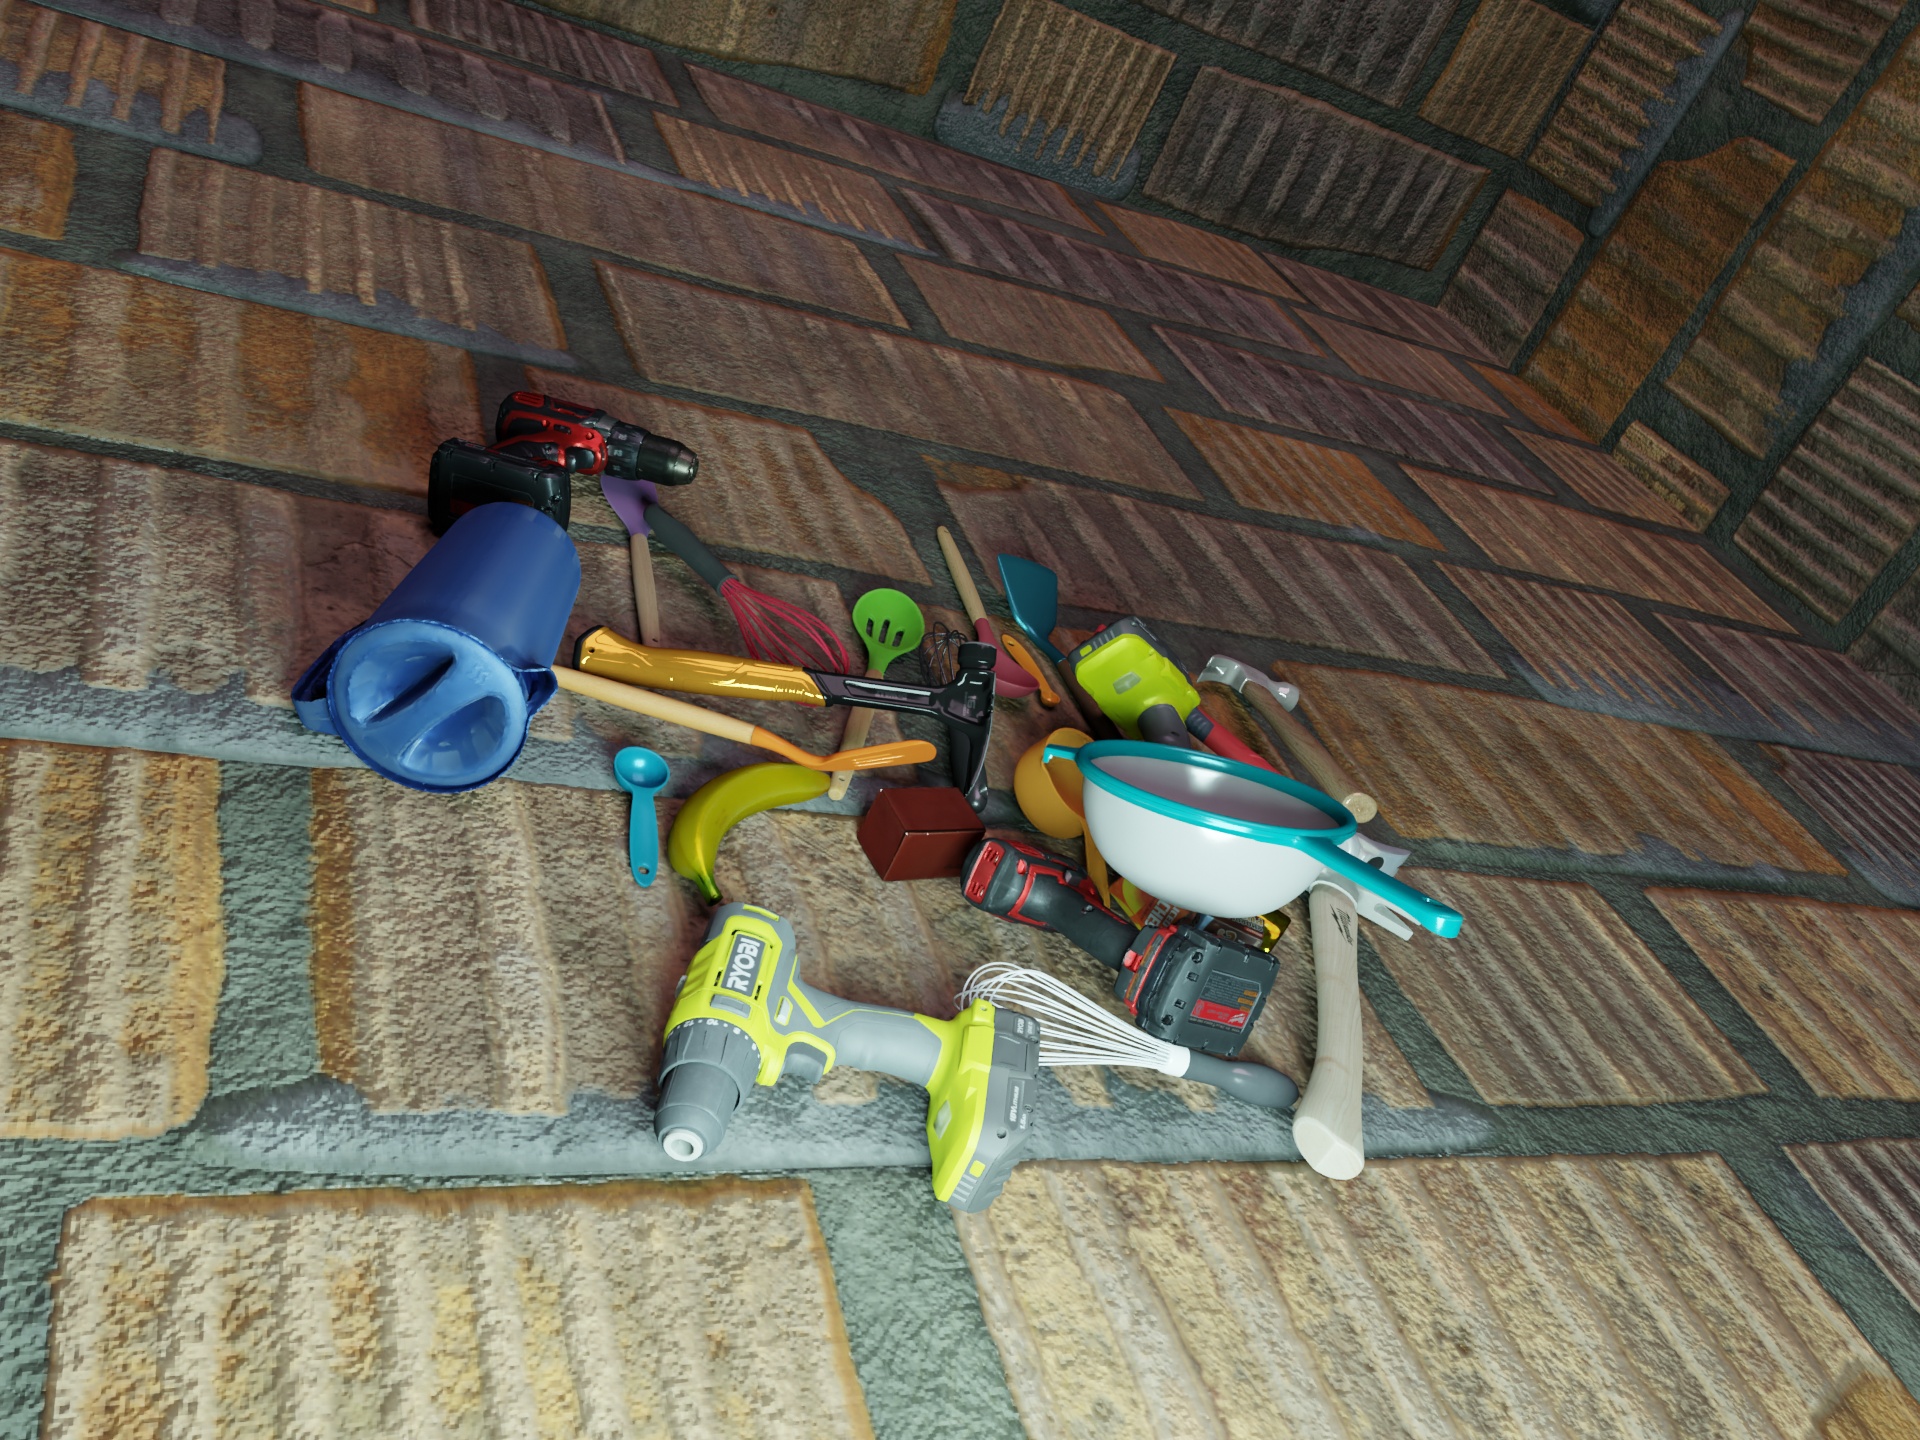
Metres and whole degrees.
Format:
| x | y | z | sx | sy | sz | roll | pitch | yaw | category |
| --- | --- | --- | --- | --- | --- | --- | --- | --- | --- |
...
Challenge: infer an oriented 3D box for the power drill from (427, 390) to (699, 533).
| x | y | z | sx | sy | sz | roll | pitch | yaw | category |
| --- | --- | --- | --- | --- | --- | --- | --- | --- | --- |
| -0.348 | -0.221 | 1.408 | 0.188 | 0.080 | 0.227 | 15 | 28 | 2 | power drill |

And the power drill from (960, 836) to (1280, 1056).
| x | y | z | sx | sy | sz | roll | pitch | yaw | category |
| --- | --- | --- | --- | --- | --- | --- | --- | --- | --- |
| 0.114 | 0.157 | 1.161 | 0.220 | 0.078 | 0.143 | 27 | 3 | 43 | power drill |

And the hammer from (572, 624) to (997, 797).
| x | y | z | sx | sy | sz | roll | pitch | yaw | category |
| --- | --- | --- | --- | --- | --- | --- | --- | --- | --- |
| -0.140 | -0.022 | 1.270 | 0.337 | 0.034 | 0.127 | 8 | 72 | -7 | hammer |

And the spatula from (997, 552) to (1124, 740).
| x | y | z | sx | sy | sz | roll | pitch | yaw | category |
| --- | --- | --- | --- | --- | --- | --- | --- | --- | --- |
| 0.116 | -0.047 | 1.548 | 0.082 | 0.044 | 0.318 | 14 | 33 | -38 | spatula |

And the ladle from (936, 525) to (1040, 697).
| x | y | z | sx | sy | sz | roll | pitch | yaw | category |
| --- | --- | --- | --- | --- | --- | --- | --- | --- | --- |
| 0.014 | -0.112 | 1.586 | 0.069 | 0.031 | 0.316 | 14 | 31 | -25 | ladle |

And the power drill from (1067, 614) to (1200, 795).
| x | y | z | sx | sy | sz | roll | pitch | yaw | category |
| --- | --- | --- | --- | --- | --- | --- | --- | --- | --- |
| 0.172 | 0.020 | 1.391 | 0.171 | 0.080 | 0.223 | 40 | 24 | -41 | power drill |

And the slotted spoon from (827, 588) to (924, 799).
| x | y | z | sx | sy | sz | roll | pitch | yaw | category |
| --- | --- | --- | --- | --- | --- | --- | --- | --- | --- |
| -0.082 | -0.026 | 1.386 | 0.070 | 0.031 | 0.314 | 22 | 33 | -7 | slotted spoon |

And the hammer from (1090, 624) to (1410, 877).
| x | y | z | sx | sy | sz | roll | pitch | yaw | category |
| --- | --- | --- | --- | --- | --- | --- | --- | --- | --- |
| 0.260 | 0.024 | 1.524 | 0.143 | 0.038 | 0.387 | 15 | 22 | -50 | hammer |

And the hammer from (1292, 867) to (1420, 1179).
| x | y | z | sx | sy | sz | roll | pitch | yaw | category |
| --- | --- | --- | --- | --- | --- | --- | --- | --- | --- |
| 0.308 | 0.226 | 1.263 | 0.146 | 0.038 | 0.411 | 28 | 26 | 0 | hammer |

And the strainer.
| x | y | z | sx | sy | sz | roll | pitch | yaw | category |
| --- | --- | --- | --- | --- | --- | --- | --- | --- | --- |
| 0.212 | 0.109 | 1.129 | 0.211 | 0.095 | 0.341 | 5 | 16 | -34 | strainer |

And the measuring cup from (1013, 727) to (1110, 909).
| x | y | z | sx | sy | sz | roll | pitch | yaw | category |
| --- | --- | --- | --- | --- | --- | --- | --- | --- | --- |
| 0.091 | 0.094 | 1.325 | 0.095 | 0.052 | 0.174 | 16 | 56 | -38 | measuring cup |

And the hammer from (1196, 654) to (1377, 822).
| x | y | z | sx | sy | sz | roll | pitch | yaw | category |
| --- | --- | --- | --- | --- | --- | --- | --- | --- | --- |
| 0.322 | 0.012 | 1.547 | 0.130 | 0.031 | 0.332 | 23 | 17 | -18 | hammer |

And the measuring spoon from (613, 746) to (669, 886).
| x | y | z | sx | sy | sz | roll | pitch | yaw | category |
| --- | --- | --- | --- | --- | --- | --- | --- | --- | --- |
| -0.231 | 0.072 | 1.142 | 0.042 | 0.021 | 0.129 | 12 | 43 | -24 | measuring spoon |

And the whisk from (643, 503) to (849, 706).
| x | y | z | sx | sy | sz | roll | pitch | yaw | category |
| --- | --- | --- | --- | --- | --- | --- | --- | --- | --- |
| -0.191 | -0.106 | 1.386 | 0.073 | 0.073 | 0.296 | -11 | 45 | -46 | whisk |

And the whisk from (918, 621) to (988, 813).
| x | y | z | sx | sy | sz | roll | pitch | yaw | category |
| --- | --- | --- | --- | --- | --- | --- | --- | --- | --- |
| -0.002 | -0.005 | 1.397 | 0.055 | 0.055 | 0.239 | 14 | 37 | -21 | whisk |

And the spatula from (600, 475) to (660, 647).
| x | y | z | sx | sy | sz | roll | pitch | yaw | category |
| --- | --- | --- | --- | --- | --- | --- | --- | --- | --- |
| -0.288 | -0.149 | 1.420 | 0.059 | 0.018 | 0.316 | 20 | 30 | -29 | spatula |

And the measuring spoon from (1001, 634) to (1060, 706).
| x | y | z | sx | sy | sz | roll | pitch | yaw | category |
| --- | --- | --- | --- | --- | --- | --- | --- | --- | --- |
| 0.066 | -0.048 | 1.548 | 0.021 | 0.011 | 0.117 | 5 | 34 | -31 | measuring spoon |

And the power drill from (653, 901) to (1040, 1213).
| x | y | z | sx | sy | sz | roll | pitch | yaw | category |
| --- | --- | --- | --- | --- | --- | --- | --- | --- | --- |
| -0.072 | 0.218 | 0.982 | 0.228 | 0.080 | 0.191 | 20 | 31 | -6 | power drill |

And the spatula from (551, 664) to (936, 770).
| x | y | z | sx | sy | sz | roll | pitch | yaw | category |
| --- | --- | --- | --- | --- | --- | --- | --- | --- | --- |
| -0.178 | -0.004 | 1.218 | 0.322 | 0.041 | 0.081 | 17 | -10 | 5 | spatula |

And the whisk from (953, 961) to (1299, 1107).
| x | y | z | sx | sy | sz | roll | pitch | yaw | category |
| --- | --- | --- | --- | --- | --- | --- | --- | --- | --- |
| 0.123 | 0.233 | 1.132 | 0.284 | 0.070 | 0.070 | 20 | 31 | -20 | whisk |
